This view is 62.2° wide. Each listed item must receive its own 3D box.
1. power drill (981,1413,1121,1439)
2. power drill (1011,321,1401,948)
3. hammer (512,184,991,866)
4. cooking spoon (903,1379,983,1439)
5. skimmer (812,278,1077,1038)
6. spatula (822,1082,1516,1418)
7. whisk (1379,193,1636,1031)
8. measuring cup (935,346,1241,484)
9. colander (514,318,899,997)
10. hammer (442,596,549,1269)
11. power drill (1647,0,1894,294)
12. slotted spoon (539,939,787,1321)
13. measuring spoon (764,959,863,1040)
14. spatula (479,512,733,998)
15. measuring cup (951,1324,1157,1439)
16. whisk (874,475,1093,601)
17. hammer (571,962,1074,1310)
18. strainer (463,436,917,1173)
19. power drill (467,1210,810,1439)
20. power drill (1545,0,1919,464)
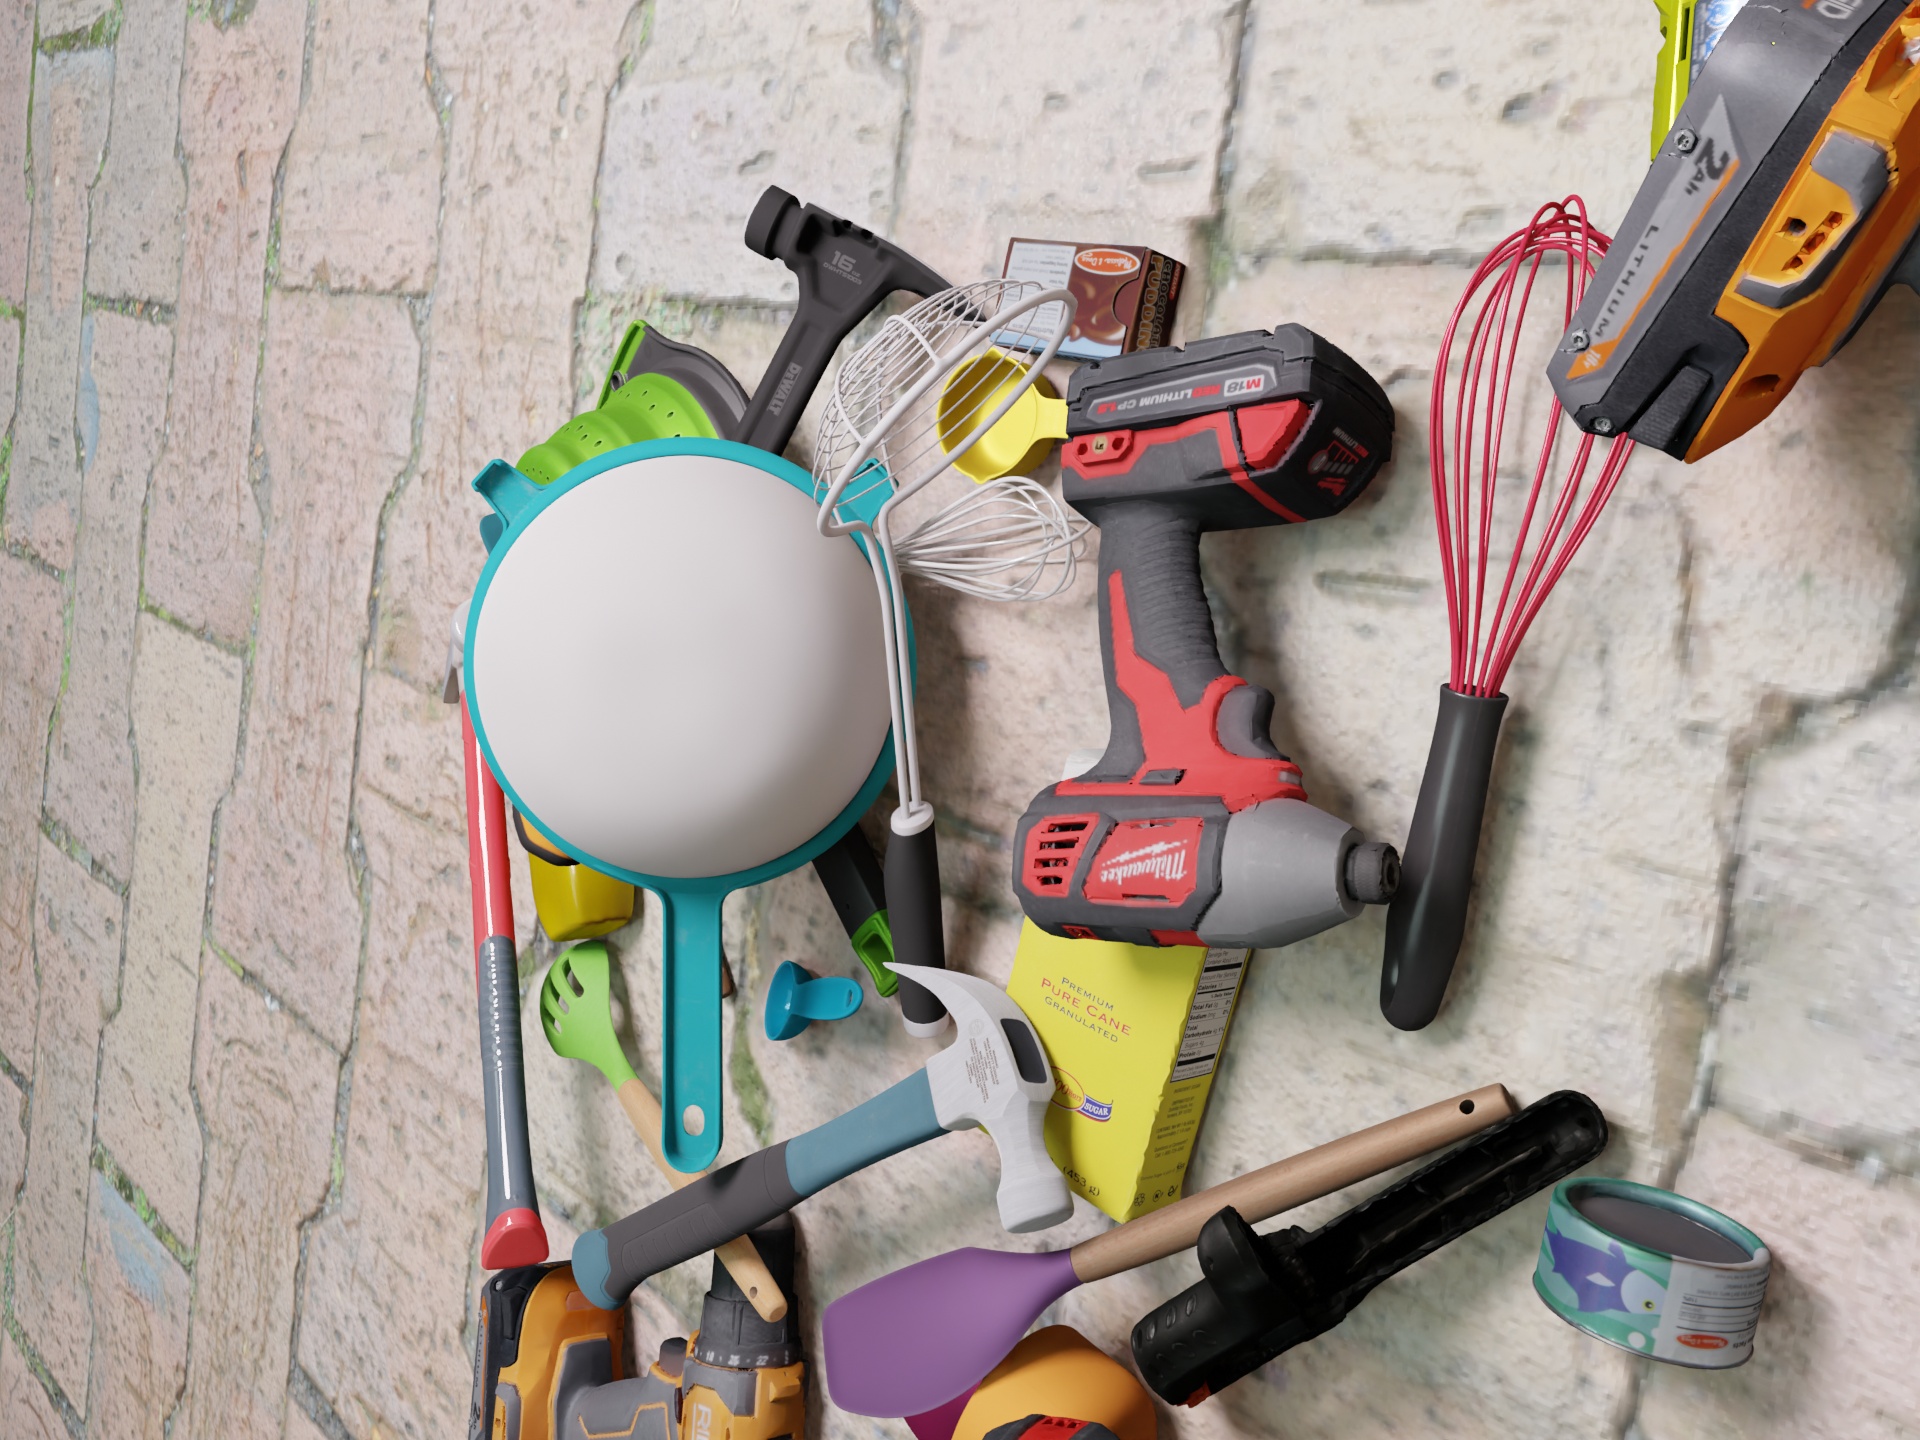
[{"bbox_3d":[0.108,0.351,0.548,0.227,0.080,0.188,-3,87,24],"label":"power drill"},{"bbox_3d":[0.097,-0.025,0.590,0.143,0.078,0.220,-2,77,37],"label":"power drill"},{"bbox_3d":[-0.114,-0.078,0.759,0.127,0.034,0.337,29,93,7],"label":"hammer"},{"bbox_3d":[0.068,0.367,0.679,0.319,0.017,0.068,30,109,41],"label":"cooking spoon"},{"bbox_3d":[-0.001,-0.002,0.662,0.090,0.127,0.363,16,125,30],"label":"skimmer"},{"bbox_3d":[0.069,0.208,0.624,0.316,0.018,0.060,-30,50,23],"label":"spatula"},{"bbox_3d":[0.183,-0.029,0.553,0.073,0.073,0.295,20,108,43],"label":"whisk"},{"bbox_3d":[0.060,-0.132,0.705,0.156,0.029,0.062,9,97,33],"label":"measuring cup"},{"bbox_3d":[-0.144,-0.028,0.825,0.397,0.094,0.204,62,142,20],"label":"colander"},{"bbox_3d":[-0.283,0.129,0.961,0.143,0.038,0.387,134,130,-60],"label":"hammer"},{"bbox_3d":[0.303,-0.209,0.428,0.223,0.080,0.171,7,94,48],"label":"power drill"},{"bbox_3d":[-0.172,0.217,0.879,0.314,0.031,0.070,39,102,47],"label":"slotted spoon"},{"bbox_3d":[-0.067,0.141,0.795,0.128,0.021,0.042,-20,57,62],"label":"measuring spoon"},{"bbox_3d":[-0.195,0.015,0.928,0.044,0.082,0.318,-49,61,48],"label":"spatula"},{"bbox_3d":[0.014,0.326,0.637,0.052,0.173,0.095,21,137,39],"label":"measuring cup"},{"bbox_3d":[-0.031,-0.079,0.774,0.246,0.059,0.057,-1,116,49],"label":"whisk"},{"bbox_3d":[-0.082,0.214,0.742,0.331,0.033,0.128,-35,55,35],"label":"hammer"},{"bbox_3d":[-0.127,0.043,0.700,0.211,0.095,0.340,0,93,2],"label":"strainer"},{"bbox_3d":[-0.172,0.349,0.875,0.226,0.084,0.185,-6,77,40],"label":"power drill"},{"bbox_3d":[0.275,-0.074,0.401,0.227,0.084,0.164,34,142,18],"label":"power drill"}]
